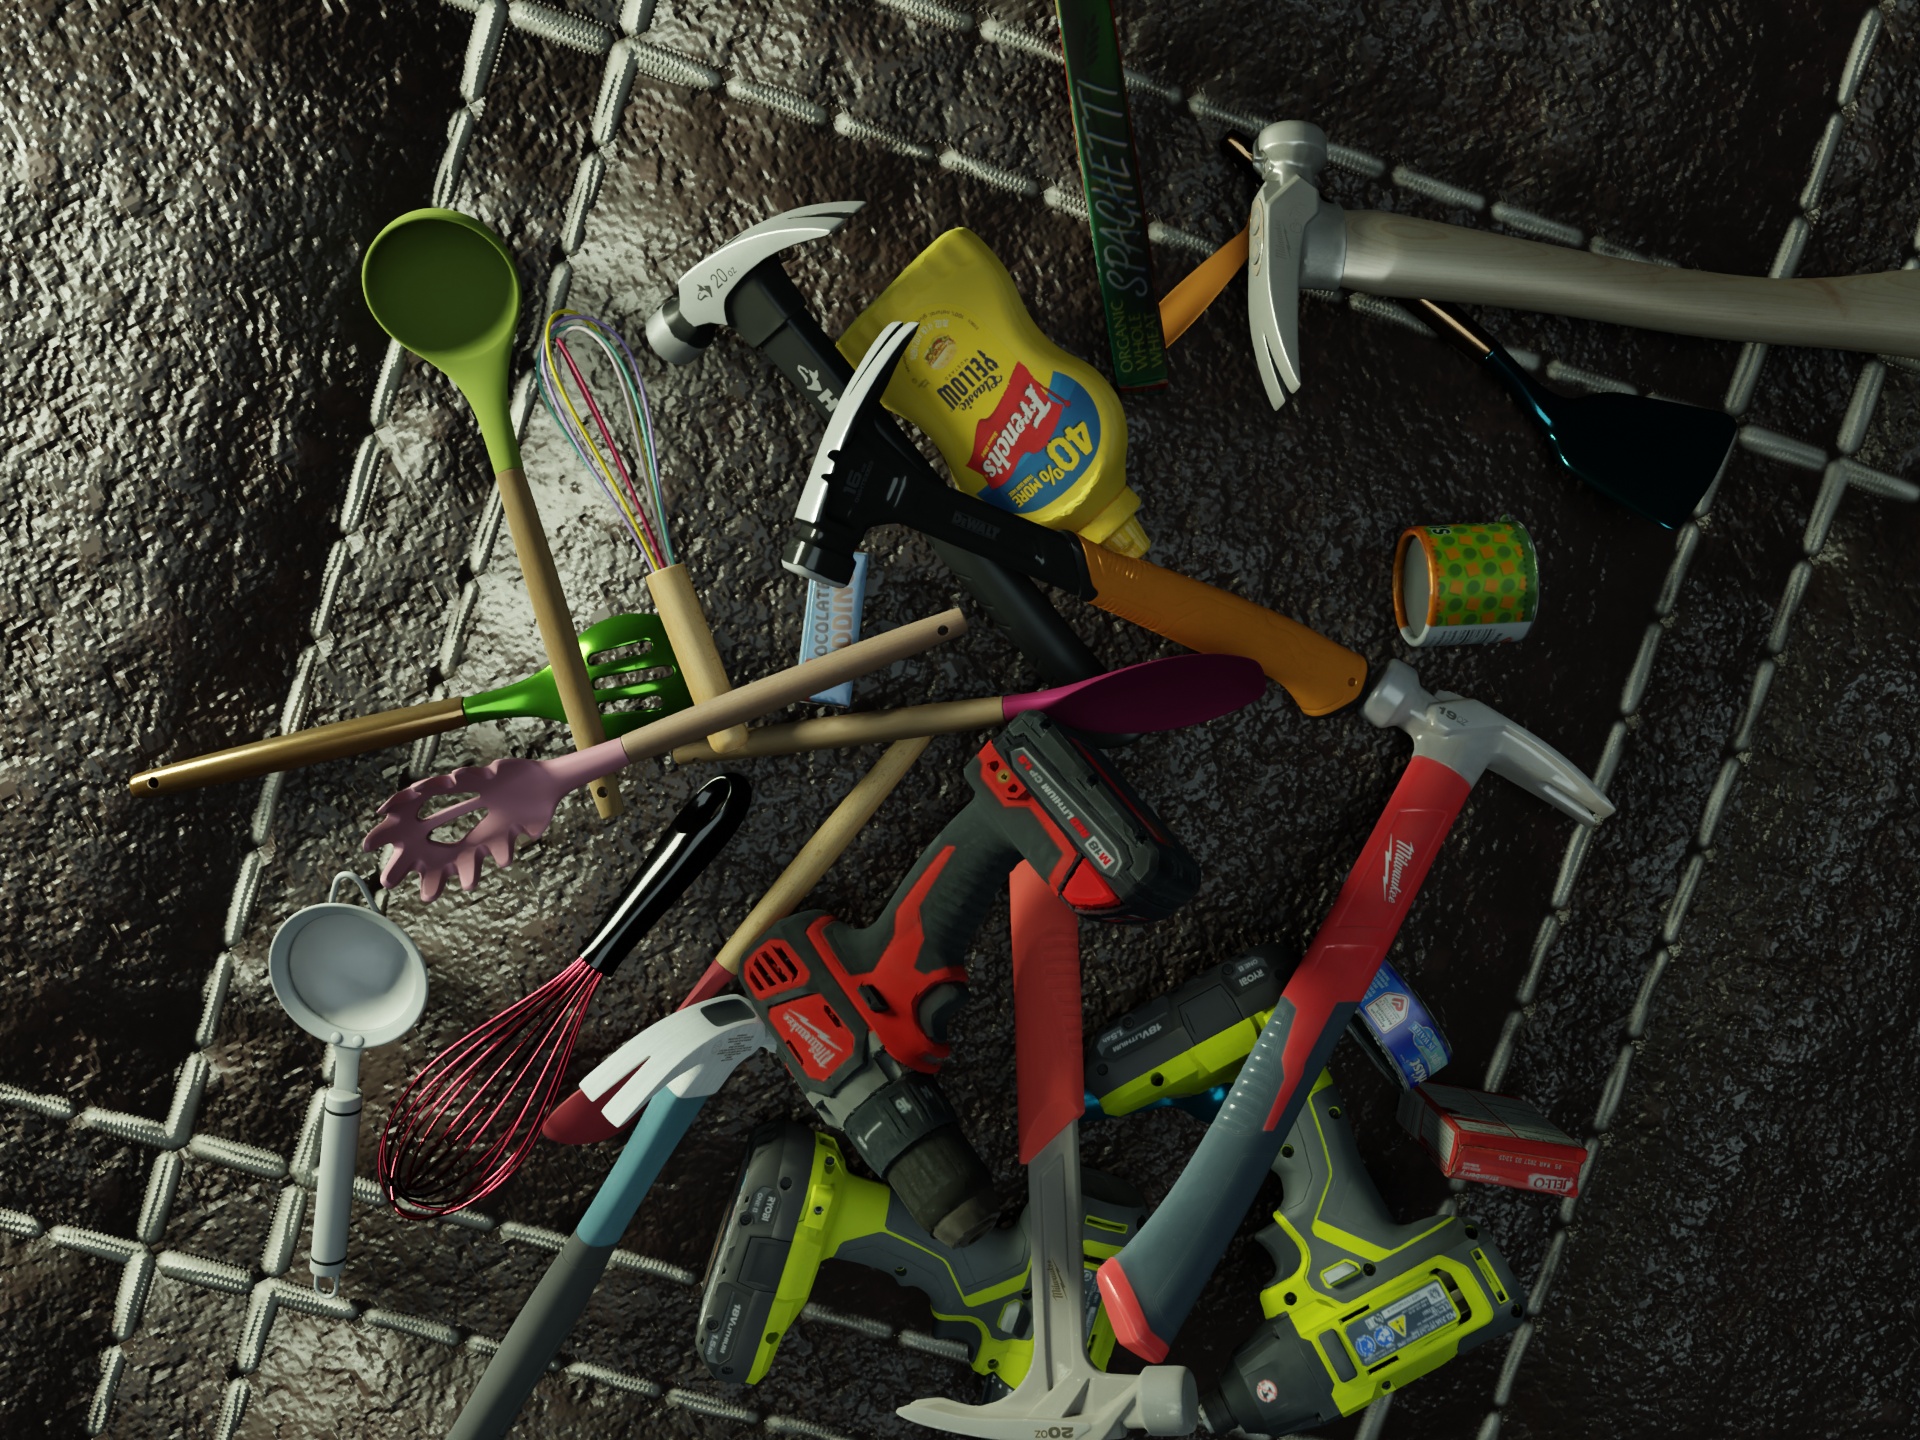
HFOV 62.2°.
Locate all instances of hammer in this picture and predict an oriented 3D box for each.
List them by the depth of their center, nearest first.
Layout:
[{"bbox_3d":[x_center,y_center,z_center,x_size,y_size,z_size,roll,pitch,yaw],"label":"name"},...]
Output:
[{"bbox_3d":[0.194,0.151,0.803,0.143,0.038,0.386,32,68,6],"label":"hammer"},{"bbox_3d":[0.080,-0.078,0.805,0.336,0.034,0.127,20,93,-27],"label":"hammer"},{"bbox_3d":[-0.012,-0.114,0.824,0.334,0.146,0.035,49,47,-14],"label":"hammer"},{"bbox_3d":[0.037,0.179,0.827,0.149,0.036,0.359,-7,74,19],"label":"hammer"},{"bbox_3d":[0.351,-0.218,0.839,0.410,0.038,0.146,4,78,-9],"label":"hammer"},{"bbox_3d":[-0.201,0.289,0.861,0.033,0.128,0.331,37,102,30],"label":"hammer"}]

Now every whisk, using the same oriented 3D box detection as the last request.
[{"bbox_3d":[-0.165,-0.098,0.830,0.051,0.047,0.245,-21,92,1],"label":"whisk"},{"bbox_3d":[-0.209,0.147,0.858,0.073,0.073,0.296,39,87,-7],"label":"whisk"}]

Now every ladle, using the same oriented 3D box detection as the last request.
[{"bbox_3d":[-0.227,-0.103,0.813,0.078,0.062,0.320,-16,91,6],"label":"ladle"},{"bbox_3d":[-0.111,0.113,0.867,0.031,0.069,0.315,39,87,19],"label":"ladle"}]

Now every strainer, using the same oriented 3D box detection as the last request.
[{"bbox_3d":[-0.335,0.198,0.864,0.087,0.050,0.258,10,101,1],"label":"strainer"}]

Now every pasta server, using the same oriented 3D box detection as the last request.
[{"bbox_3d":[-0.143,0.008,0.802,0.316,0.040,0.060,-22,111,-5],"label":"pasta server"}]

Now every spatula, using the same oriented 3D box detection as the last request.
[{"bbox_3d":[0.270,-0.220,0.854,0.317,0.044,0.082,37,74,-5],"label":"spatula"}]

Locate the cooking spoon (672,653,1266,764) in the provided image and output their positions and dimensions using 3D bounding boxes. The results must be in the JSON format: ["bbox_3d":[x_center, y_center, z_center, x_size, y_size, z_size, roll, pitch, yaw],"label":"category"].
[{"bbox_3d":[-0.001,-0.003,0.833,0.319,0.068,0.017,-8,59,12],"label":"cooking spoon"}]

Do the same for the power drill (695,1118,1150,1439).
[{"bbox_3d":[-0.025,0.327,0.880,0.228,0.080,0.190,17,94,-8],"label":"power drill"}]

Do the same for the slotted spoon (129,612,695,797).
[{"bbox_3d":[-0.289,0.003,0.852,0.313,0.031,0.070,-13,92,-1],"label":"slotted spoon"}]

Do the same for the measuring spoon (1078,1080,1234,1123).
[{"bbox_3d":[0.104,0.217,0.902,0.128,0.021,0.042,-7,97,-4],"label":"measuring spoon"}]

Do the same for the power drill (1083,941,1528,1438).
[{"bbox_3d":[0.163,0.247,0.835,0.171,0.080,0.223,-28,71,1],"label":"power drill"}]

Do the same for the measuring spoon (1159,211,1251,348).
[{"bbox_3d":[0.130,-0.234,0.862,0.021,0.011,0.117,45,95,-2],"label":"measuring spoon"}]

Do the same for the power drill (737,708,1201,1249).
[{"bbox_3d":[0.012,0.127,0.790,0.226,0.080,0.188,-44,65,10],"label":"power drill"}]
